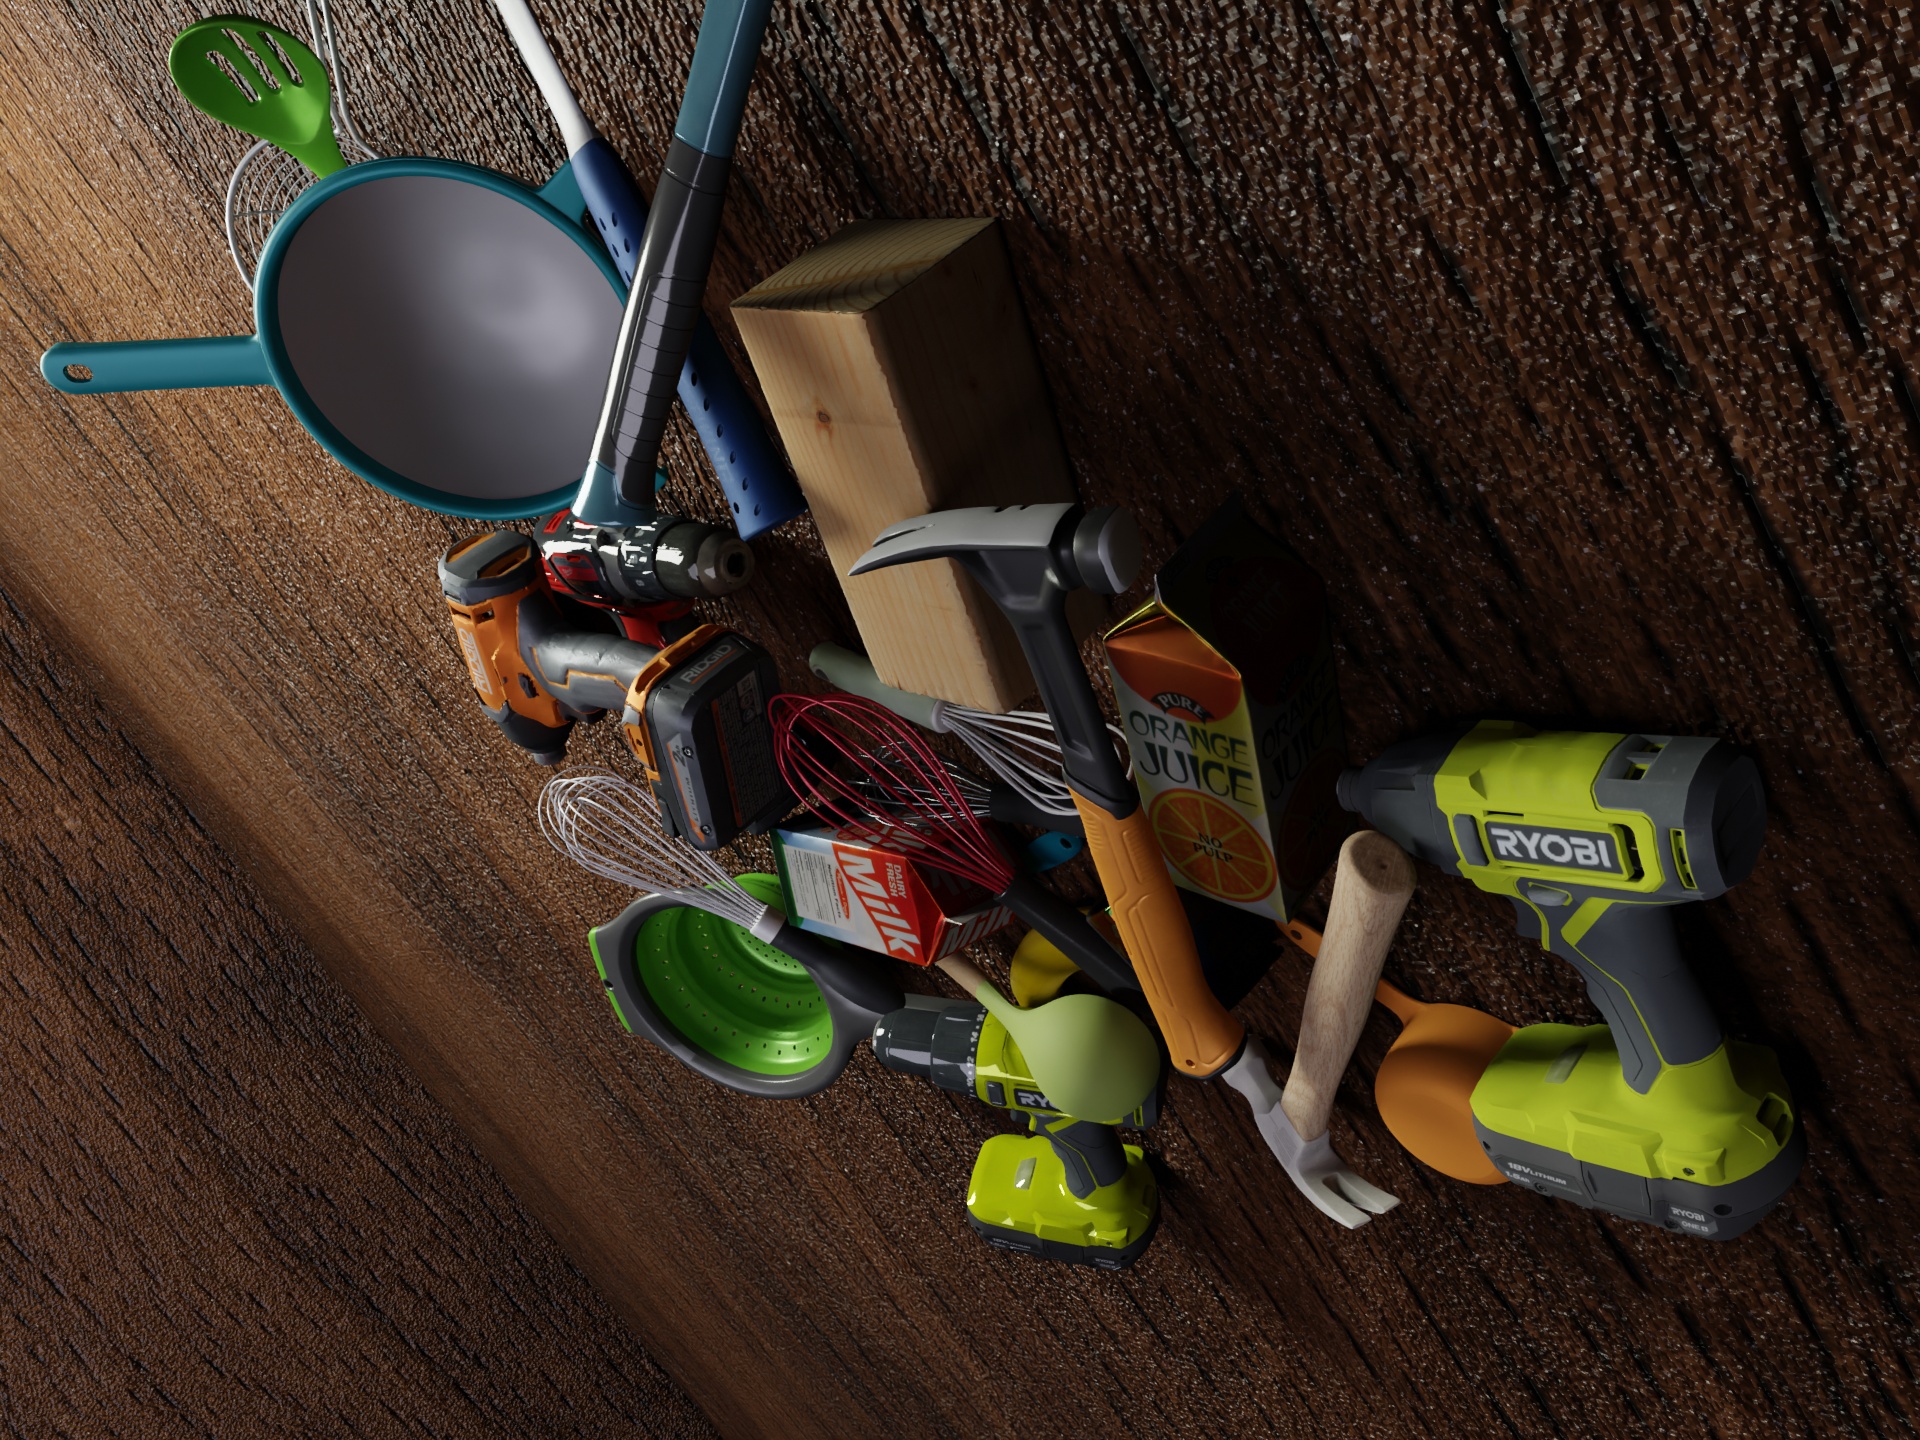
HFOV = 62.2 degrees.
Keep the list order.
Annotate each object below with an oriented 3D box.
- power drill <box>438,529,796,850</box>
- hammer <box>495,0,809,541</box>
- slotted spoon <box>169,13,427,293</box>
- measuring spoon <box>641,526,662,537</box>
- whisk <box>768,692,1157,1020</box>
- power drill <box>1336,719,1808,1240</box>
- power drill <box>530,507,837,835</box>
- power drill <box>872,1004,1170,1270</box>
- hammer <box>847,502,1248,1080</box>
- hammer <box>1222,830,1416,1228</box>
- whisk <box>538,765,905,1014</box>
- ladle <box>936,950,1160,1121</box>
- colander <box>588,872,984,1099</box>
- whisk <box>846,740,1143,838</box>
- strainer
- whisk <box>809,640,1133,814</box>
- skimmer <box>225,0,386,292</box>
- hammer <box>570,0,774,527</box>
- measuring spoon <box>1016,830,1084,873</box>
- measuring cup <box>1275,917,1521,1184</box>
[{"bbox_3d":[-0.208,-0.009,0.952,0.227,0.084,0.164,24,138,29],"label":"power drill"},{"bbox_3d":[-0.175,-0.274,0.729,0.144,0.035,0.405,-19,100,55],"label":"hammer"},{"bbox_3d":[-0.328,-0.274,0.900,0.313,0.070,0.031,61,-167,-59],"label":"slotted spoon"},{"bbox_3d":[-0.211,-0.126,1.038,0.117,0.011,0.021,18,144,43],"label":"measuring spoon"},{"bbox_3d":[0.011,0.079,0.890,0.295,0.073,0.073,38,150,-9],"label":"whisk"},{"bbox_3d":[0.262,0.102,0.680,0.171,0.080,0.223,3,125,48],"label":"power drill"},{"bbox_3d":[-0.164,-0.038,1.007,0.188,0.080,0.226,10,135,44],"label":"power drill"},{"bbox_3d":[0.048,0.274,1.079,0.190,0.080,0.228,5,135,17],"label":"power drill"},{"bbox_3d":[0.064,0.047,0.733,0.127,0.034,0.336,2,131,34],"label":"hammer"},{"bbox_3d":[0.184,0.155,0.787,0.130,0.031,0.331,57,165,32],"label":"hammer"},{"bbox_3d":[-0.158,0.121,1.074,0.284,0.070,0.070,33,149,-6],"label":"whisk"},{"bbox_3d":[0.014,0.157,1.014,0.320,0.062,0.078,32,131,55],"label":"ladle"},{"bbox_3d":[-0.084,0.189,1.187,0.397,0.094,0.204,3,124,25],"label":"colander"},{"bbox_3d":[0.024,0.045,0.922,0.239,0.055,0.055,6,131,41],"label":"whisk"},{"bbox_3d":[-0.330,-0.220,0.883,0.340,0.095,0.210,-2,131,6],"label":"strainer"},{"bbox_3d":[-0.001,-0.003,0.897,0.246,0.059,0.057,24,159,40],"label":"whisk"},{"bbox_3d":[-0.352,-0.338,0.848,0.127,0.090,0.363,25,156,-4],"label":"skimmer"},{"bbox_3d":[-0.109,-0.223,0.656,0.128,0.033,0.330,37,122,24],"label":"hammer"},{"bbox_3d":[0.039,0.091,0.974,0.042,0.021,0.128,47,150,-2],"label":"measuring spoon"},{"bbox_3d":[0.223,0.168,0.817,0.174,0.052,0.095,37,148,11],"label":"measuring cup"}]
